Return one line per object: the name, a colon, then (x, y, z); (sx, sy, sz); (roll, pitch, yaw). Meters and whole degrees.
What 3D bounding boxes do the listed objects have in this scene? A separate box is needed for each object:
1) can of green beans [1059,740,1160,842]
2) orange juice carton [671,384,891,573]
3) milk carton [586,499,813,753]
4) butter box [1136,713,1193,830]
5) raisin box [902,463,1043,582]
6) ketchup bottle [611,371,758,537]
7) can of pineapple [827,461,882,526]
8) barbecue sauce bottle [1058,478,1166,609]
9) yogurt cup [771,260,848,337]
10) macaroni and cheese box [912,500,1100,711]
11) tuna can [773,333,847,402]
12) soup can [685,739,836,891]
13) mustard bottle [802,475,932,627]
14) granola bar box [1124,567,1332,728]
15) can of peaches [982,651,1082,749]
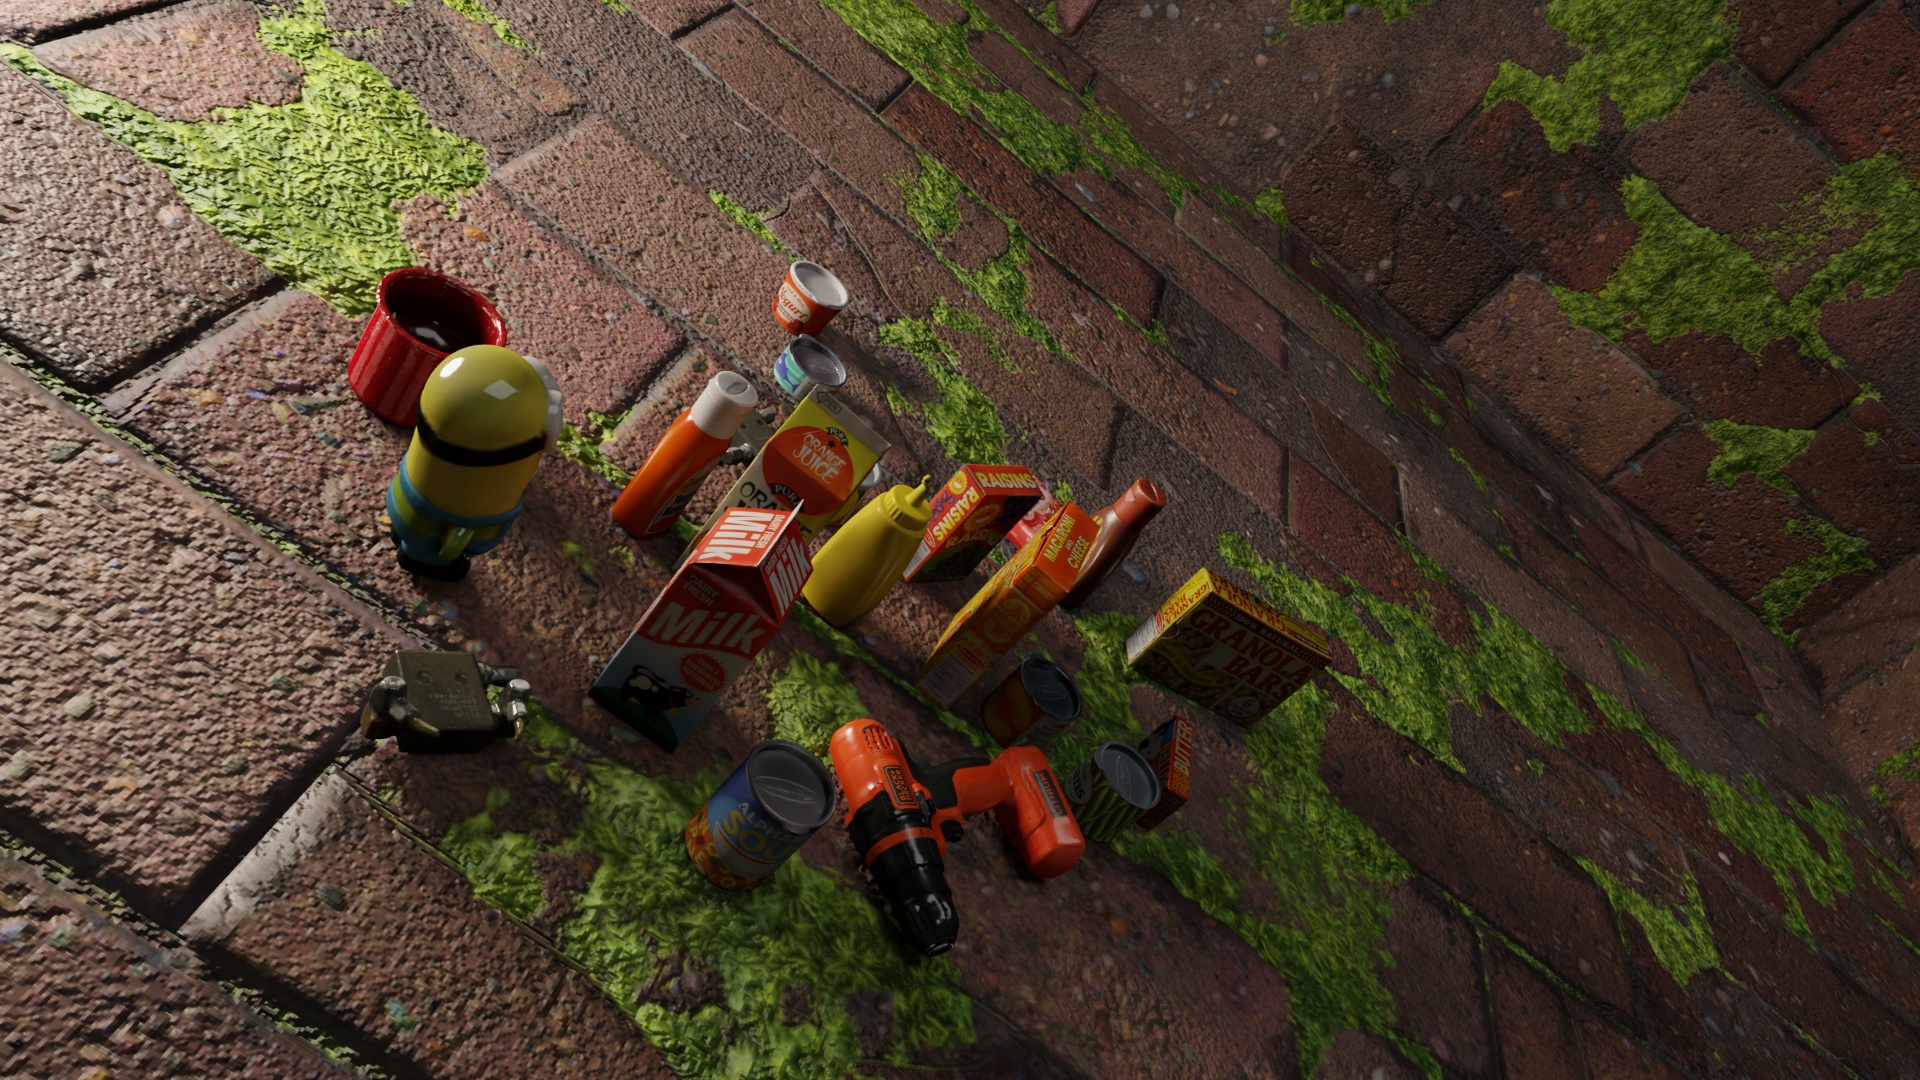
can of green beans: (0.125, 0.212, 1.173); (0.071, 0.057, 0.071); (29, 34, -21)
orange juice carton: (-0.132, -0.031, 1.054); (0.072, 0.191, 0.073); (40, 31, -5)
milk carton: (-0.164, 0.049, 0.922); (0.073, 0.189, 0.073); (37, 31, -9)
butter box: (0.182, 0.207, 1.246); (0.024, 0.053, 0.104); (36, 32, -11)
raisin box: (0.004, -0.016, 1.253); (0.086, 0.123, 0.040); (-1, 52, -49)
ketchup bottle: (-0.207, -0.066, 1.054); (0.043, 0.148, 0.065); (45, 31, 3)
can of pineapple: (-0.114, -0.056, 1.233); (0.071, 0.057, 0.071); (29, 34, -21)
barbecue sauce bottle: (0.141, 0.000, 1.361); (0.043, 0.148, 0.065); (22, 37, -30)
yogurt cup: (-0.156, -0.244, 1.418); (0.072, 0.053, 0.073); (29, 34, -21)
macaroni and cheese box: (0.039, 0.054, 1.165); (0.040, 0.165, 0.124); (40, 31, -4)
tuna can: (-0.147, -0.165, 1.353); (0.071, 0.032, 0.071); (29, 34, -21)
soup can: (-0.130, 0.181, 0.901); (0.071, 0.083, 0.072); (29, 34, -22)
mustard bottle: (-0.065, 0.002, 1.119); (0.065, 0.159, 0.049); (47, 31, 7)
granola bar box: (0.267, 0.111, 1.391); (0.165, 0.123, 0.039); (28, 34, -22)
can of peaches: (0.060, 0.140, 1.187); (0.071, 0.057, 0.071); (29, 34, -21)
